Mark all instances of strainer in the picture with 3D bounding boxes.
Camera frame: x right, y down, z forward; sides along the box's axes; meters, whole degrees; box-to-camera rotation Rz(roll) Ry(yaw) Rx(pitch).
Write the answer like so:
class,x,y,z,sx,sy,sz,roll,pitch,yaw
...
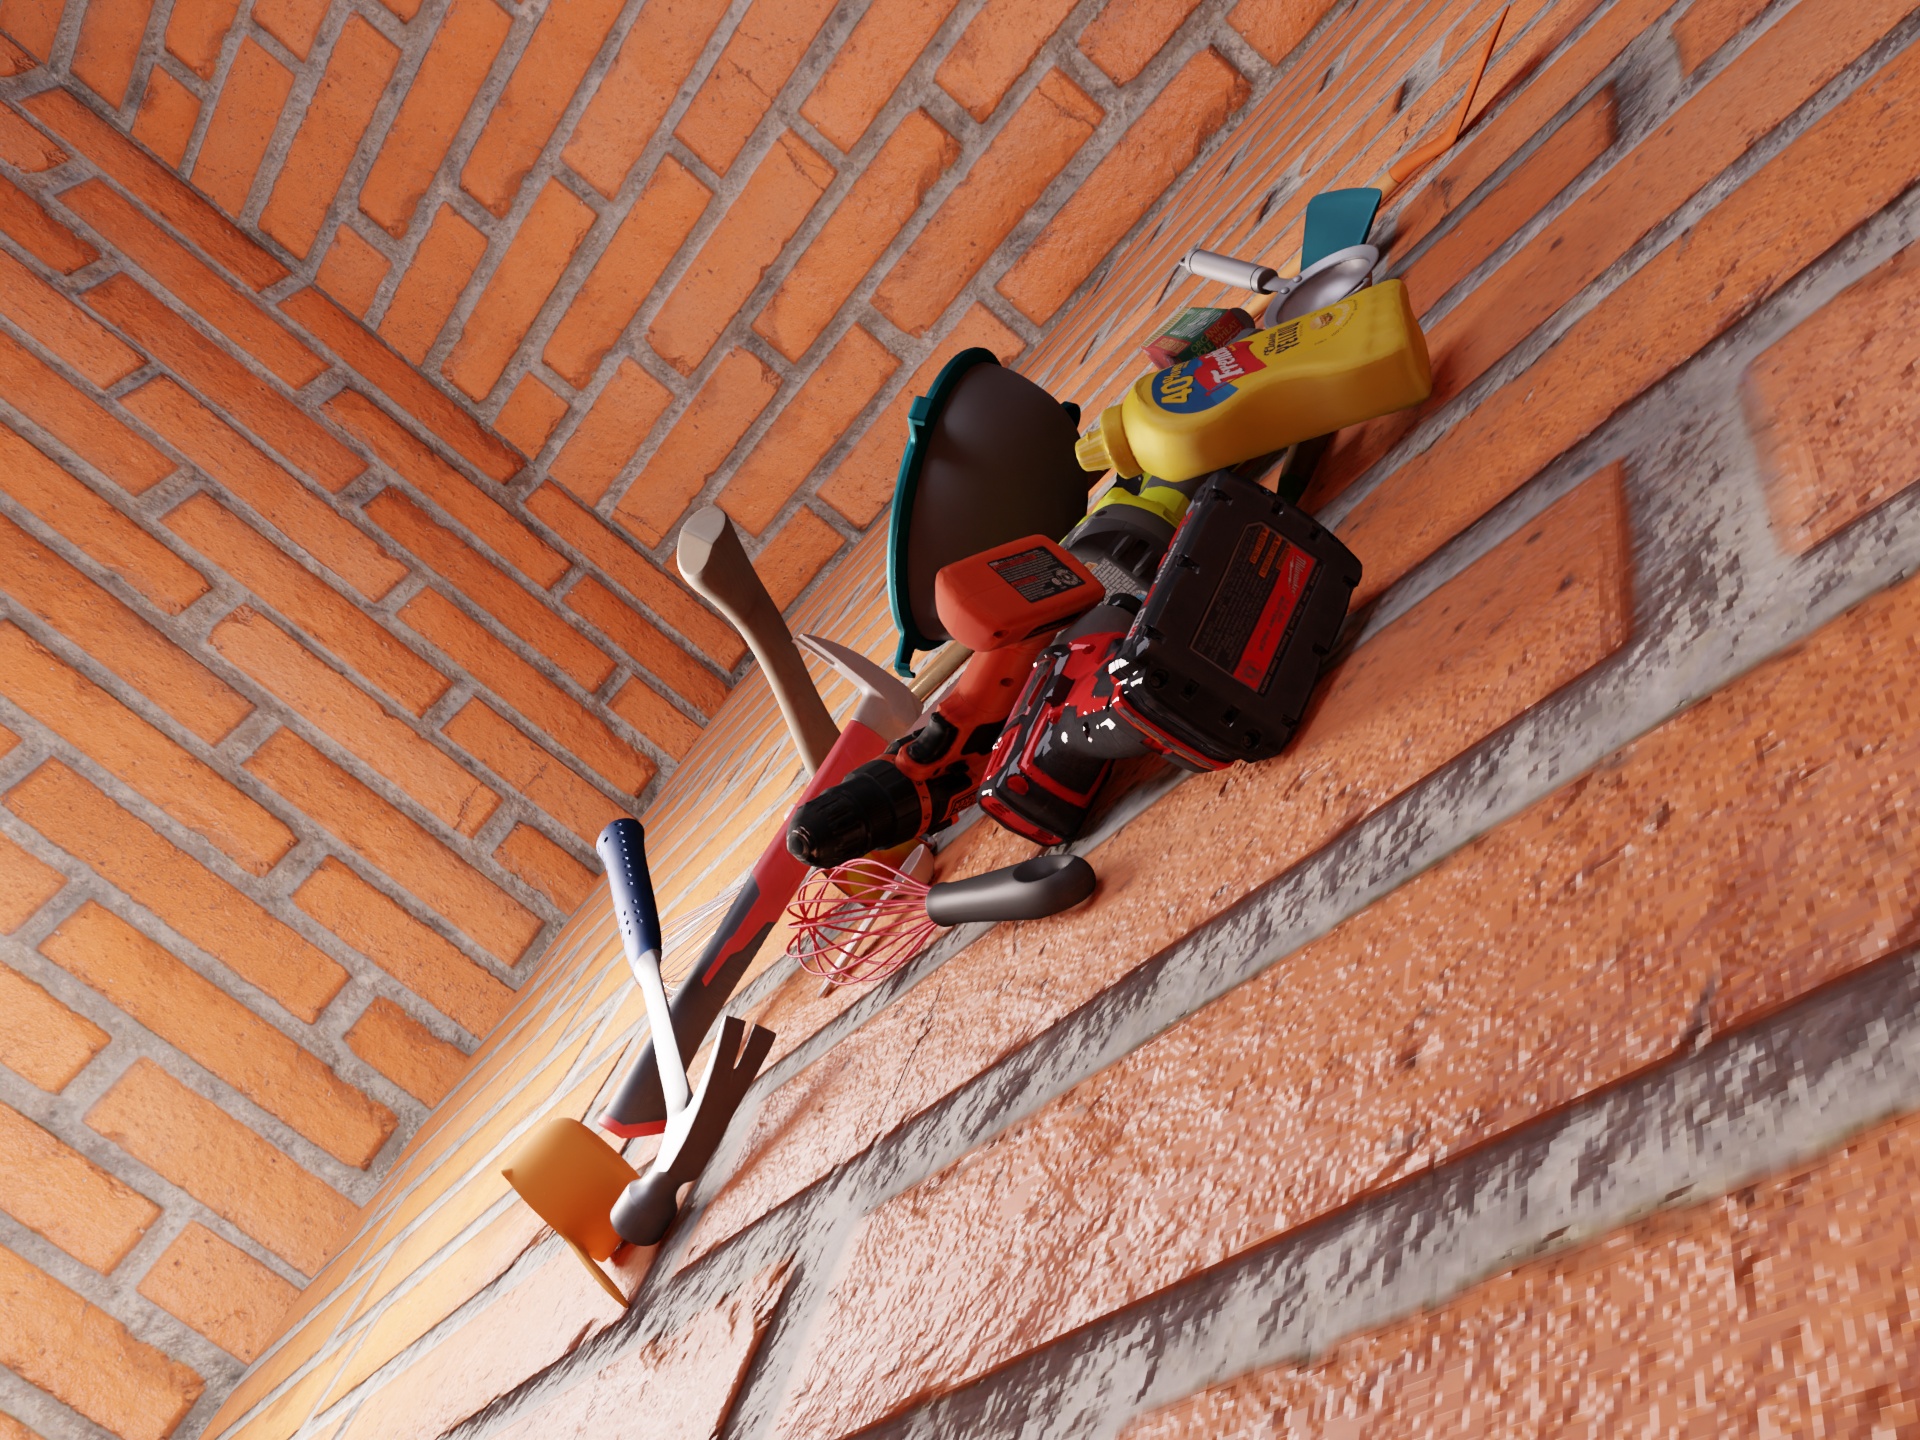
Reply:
class,x,y,z,sx,sy,sz,roll,pitch,yaw
strainer,0.057,-0.168,1.138,0.340,0.095,0.210,-47,-33,-55
strainer,0.221,-0.308,1.120,0.087,0.050,0.259,-42,32,-1

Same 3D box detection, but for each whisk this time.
class,x,y,z,sx,sy,sz,roll,pitch,yaw
whisk,-0.018,0.100,0.841,0.296,0.073,0.073,-20,31,57
whisk,-0.173,0.143,1.339,0.284,0.070,0.070,-42,12,15

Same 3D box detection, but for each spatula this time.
class,x,y,z,sx,sy,sz,roll,pitch,yaw
spatula,0.320,-0.421,1.256,0.322,0.041,0.081,-39,16,50
spatula,0.201,-0.248,1.148,0.317,0.044,0.082,-53,29,-6

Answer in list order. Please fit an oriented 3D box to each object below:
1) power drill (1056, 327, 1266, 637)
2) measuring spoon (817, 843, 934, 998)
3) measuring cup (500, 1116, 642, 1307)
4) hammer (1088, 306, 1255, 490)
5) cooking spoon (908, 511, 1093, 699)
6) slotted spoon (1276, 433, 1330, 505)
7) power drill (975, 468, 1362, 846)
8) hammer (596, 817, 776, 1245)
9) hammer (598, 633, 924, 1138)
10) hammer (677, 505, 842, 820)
class,x,y,z,sx,sy,sz,roll,pitch,yaw
power drill,0.117,-0.126,0.999,0.190,0.080,0.229,-44,10,50
measuring spoon,-0.051,0.130,0.997,0.124,0.018,0.034,-55,9,15
measuring cup,-0.217,0.298,0.966,0.052,0.095,0.174,-48,28,-15
hammer,0.119,-0.220,1.314,0.331,0.031,0.130,-46,4,-29
cooking spoon,0.021,-0.083,1.397,0.319,0.017,0.069,-43,13,31
slotted spoon,0.189,-0.143,0.891,0.070,0.031,0.314,-44,10,43
power drill,0.088,-0.025,0.756,0.143,0.078,0.219,-62,11,-23
hammer,-0.208,0.168,1.084,0.144,0.035,0.406,-57,27,11
hammer,-0.156,0.122,1.159,0.386,0.143,0.038,-58,13,-18
hammer,-0.134,-0.047,1.263,0.146,0.038,0.410,-57,-23,-19
